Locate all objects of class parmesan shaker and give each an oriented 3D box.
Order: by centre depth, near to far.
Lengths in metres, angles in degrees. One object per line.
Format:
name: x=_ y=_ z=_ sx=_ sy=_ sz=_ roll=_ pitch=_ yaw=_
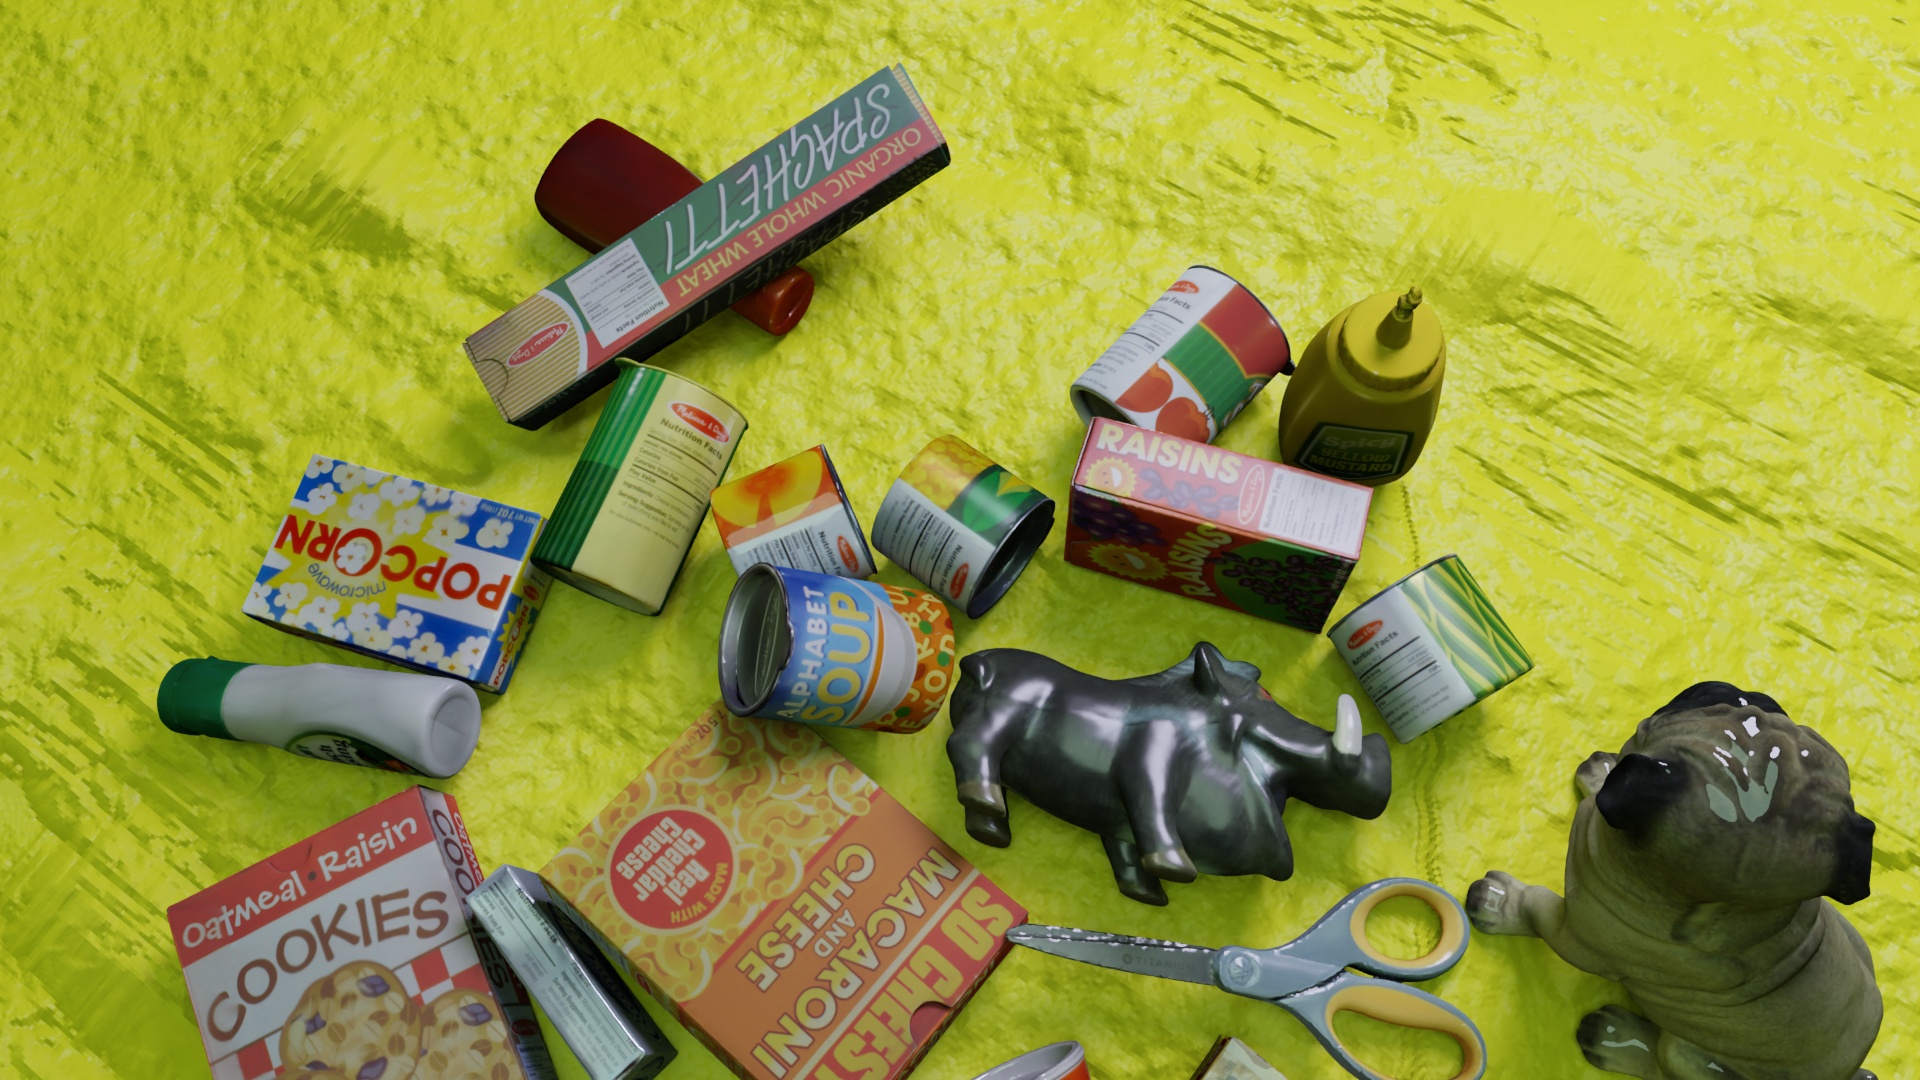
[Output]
parmesan shaker: x=-0.154 y=-0.024 z=0.656 sx=0.071 sy=0.071 sz=0.103 roll=20 pitch=75 yaw=11

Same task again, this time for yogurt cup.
yogurt cup: x=0.028 y=0.240 z=0.555 sx=0.072 sy=0.072 sz=0.054 roll=-23 pitch=79 yaw=-3

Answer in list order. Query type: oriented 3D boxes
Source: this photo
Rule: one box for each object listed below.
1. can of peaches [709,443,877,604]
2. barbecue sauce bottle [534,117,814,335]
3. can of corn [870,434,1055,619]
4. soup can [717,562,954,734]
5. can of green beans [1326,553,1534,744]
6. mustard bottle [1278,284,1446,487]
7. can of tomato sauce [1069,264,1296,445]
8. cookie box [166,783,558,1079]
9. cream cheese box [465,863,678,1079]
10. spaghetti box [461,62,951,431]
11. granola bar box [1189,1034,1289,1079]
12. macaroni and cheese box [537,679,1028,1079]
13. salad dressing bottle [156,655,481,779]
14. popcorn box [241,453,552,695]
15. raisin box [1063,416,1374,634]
can of peaches: x=-0.078 y=-0.005 z=0.646 sx=0.058 sy=0.071 sz=0.071 roll=-23 pitch=71 yaw=-2
barbecue sauce bottle: x=-0.144 y=-0.157 z=0.713 sx=0.149 sy=0.043 sz=0.065 roll=33 pitch=81 yaw=14
can of corn: x=0.002 y=-0.008 z=0.640 sx=0.058 sy=0.071 sz=0.071 roll=35 pitch=78 yaw=15
soup can: x=-0.053 y=0.049 z=0.603 sx=0.084 sy=0.071 sz=0.071 roll=11 pitch=68 yaw=-32
can of green beans: x=0.203 y=0.047 z=0.602 sx=0.071 sy=0.071 sz=0.058 roll=-29 pitch=72 yaw=-5
mustard bottle: x=0.174 y=-0.067 z=0.594 sx=0.065 sy=0.160 sz=0.049 roll=6 pitch=74 yaw=9
can of tomato sauce: x=0.104 y=-0.076 z=0.653 sx=0.071 sy=0.071 sz=0.083 roll=43 pitch=81 yaw=16
cookie box: x=-0.256 y=0.209 z=0.602 sx=0.123 sy=0.040 sz=0.168 roll=-27 pitch=71 yaw=-4
cream cheese box: x=-0.166 y=0.187 z=0.594 sx=0.024 sy=0.053 sz=0.104 roll=-40 pitch=73 yaw=-10
spaghetti box: x=-0.121 y=-0.139 z=0.668 sx=0.250 sy=0.028 sz=0.050 roll=-32 pitch=80 yaw=4
granola bar box: x=0.105 y=0.300 z=0.540 sx=0.124 sy=0.039 sz=0.166 roll=37 pitch=78 yaw=15
macaroni and cheese box: x=-0.074 y=0.155 z=0.589 sx=0.167 sy=0.040 sz=0.124 roll=37 pitch=63 yaw=15
salad dressing bottle: x=-0.297 y=0.079 z=0.641 sx=0.148 sy=0.064 sz=0.044 roll=5 pitch=67 yaw=15
popcorn box: x=-0.265 y=0.016 z=0.668 sx=0.127 sy=0.038 sz=0.085 roll=15 pitch=74 yaw=10
raisin box: x=0.110 y=-0.005 z=0.617 sx=0.123 sy=0.085 sz=0.040 roll=16 pitch=68 yaw=10
